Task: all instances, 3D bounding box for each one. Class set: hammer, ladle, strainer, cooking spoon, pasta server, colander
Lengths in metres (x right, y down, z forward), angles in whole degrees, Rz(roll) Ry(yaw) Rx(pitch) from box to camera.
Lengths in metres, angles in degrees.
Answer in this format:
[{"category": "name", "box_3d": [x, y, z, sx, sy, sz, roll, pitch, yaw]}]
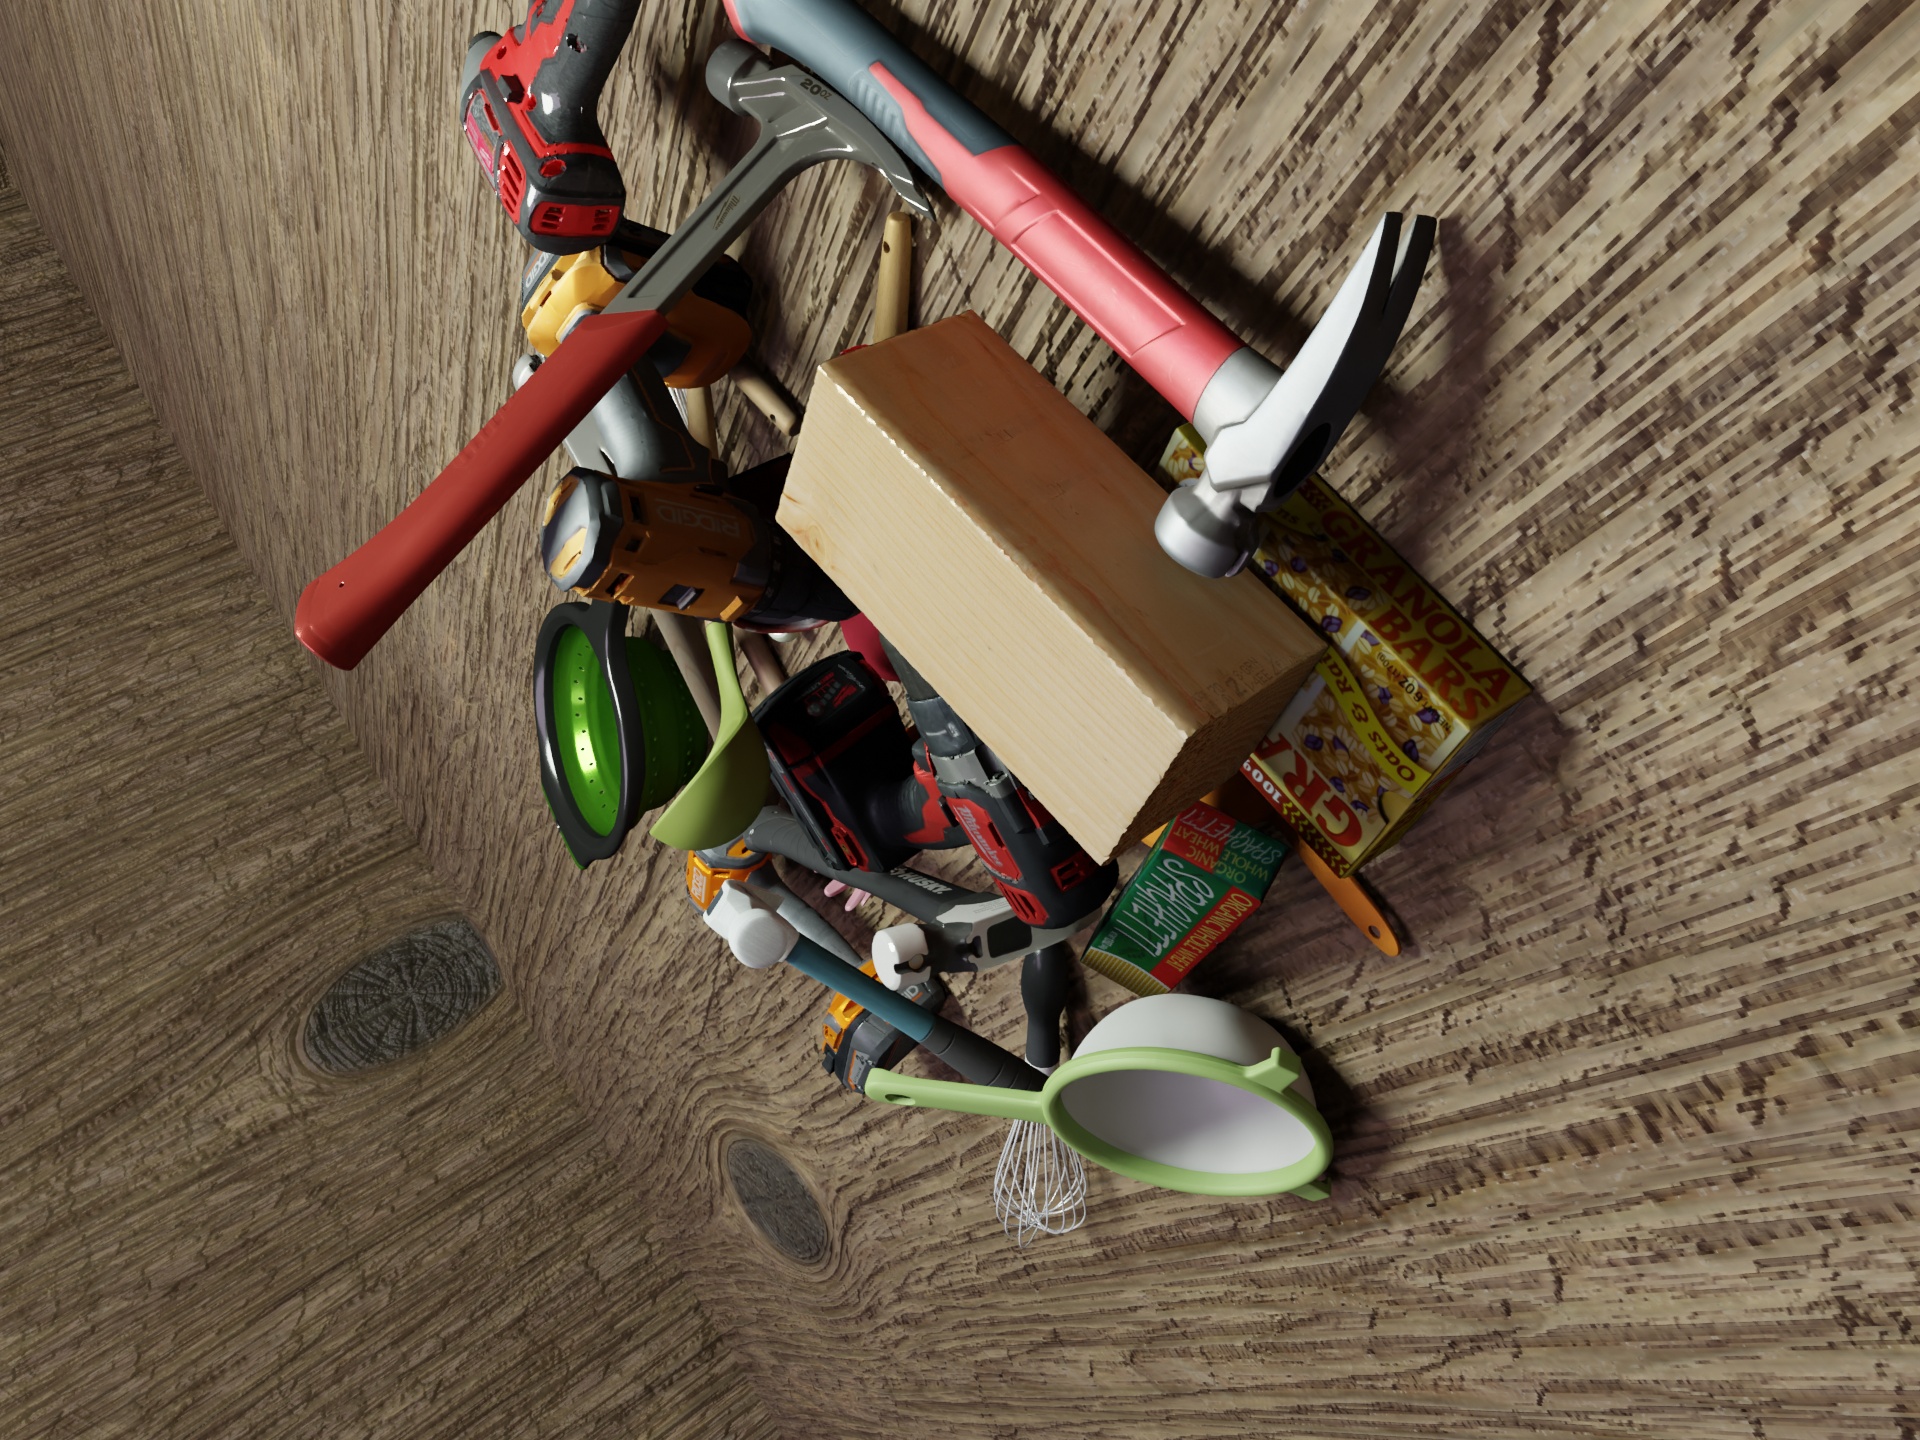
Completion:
[{"category": "hammer", "box_3d": [-0.177, -0.157, 0.754, 0.149, 0.359, 0.036, 45, -177, 27]}, {"category": "hammer", "box_3d": [0.017, -0.233, 0.635, 0.387, 0.038, 0.143, 50, 130, 28]}, {"category": "ladle", "box_3d": [-0.149, -0.077, 0.892, 0.078, 0.062, 0.320, -44, 47, 49]}, {"category": "strainer", "box_3d": [0.073, 0.187, 0.855, 0.256, 0.069, 0.151, 1, 141, 22]}, {"category": "hammer", "box_3d": [-0.050, 0.093, 0.983, 0.335, 0.146, 0.035, 13, 113, 60]}, {"category": "cooking spoon", "box_3d": [-0.193, -0.279, 0.985, 0.319, 0.017, 0.068, 48, 151, 23]}, {"category": "ladle", "box_3d": [-0.042, -0.133, 0.868, 0.069, 0.031, 0.315, 48, 149, 31]}, {"category": "pasta server", "box_3d": [-0.133, -0.015, 1.122, 0.060, 0.040, 0.316, -24, 94, 53]}, {"category": "hammer", "box_3d": [-0.186, -0.056, 1.071, 0.146, 0.038, 0.410, 52, 167, 37]}, {"category": "colander", "box_3d": [-0.241, -0.055, 1.220, 0.205, 0.094, 0.396, 56, 141, 34]}, {"category": "hammer", "box_3d": [-0.012, 0.187, 0.940, 0.330, 0.033, 0.128, 35, 175, -22]}]

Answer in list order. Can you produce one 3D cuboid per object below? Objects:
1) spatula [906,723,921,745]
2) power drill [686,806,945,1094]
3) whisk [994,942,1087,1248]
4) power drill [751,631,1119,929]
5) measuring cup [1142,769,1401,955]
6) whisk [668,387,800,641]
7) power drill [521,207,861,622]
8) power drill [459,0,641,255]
[{"category": "spatula", "box_3d": [-0.001, -0.003, 0.930, 0.322, 0.041, 0.081, -22, 98, 59]}, {"category": "power drill", "box_3d": [-0.123, 0.173, 1.215, 0.226, 0.084, 0.164, 44, 151, 14]}, {"category": "whisk", "box_3d": [0.054, 0.248, 1.051, 0.070, 0.070, 0.284, 35, 139, 39]}, {"category": "power drill", "box_3d": [-0.027, 0.010, 0.831, 0.227, 0.080, 0.187, 6, 129, 58]}, {"category": "measuring cup", "box_3d": [0.126, 0.051, 0.728, 0.174, 0.052, 0.095, 51, 151, 22]}, {"category": "whisk", "box_3d": [-0.169, -0.159, 1.035, 0.058, 0.059, 0.246, -23, 103, 24]}, {"category": "power drill", "box_3d": [-0.142, -0.153, 0.865, 0.084, 0.185, 0.226, -38, 56, 40]}, {"category": "power drill", "box_3d": [-0.190, -0.354, 0.769, 0.143, 0.078, 0.219, 61, 140, 25]}]
